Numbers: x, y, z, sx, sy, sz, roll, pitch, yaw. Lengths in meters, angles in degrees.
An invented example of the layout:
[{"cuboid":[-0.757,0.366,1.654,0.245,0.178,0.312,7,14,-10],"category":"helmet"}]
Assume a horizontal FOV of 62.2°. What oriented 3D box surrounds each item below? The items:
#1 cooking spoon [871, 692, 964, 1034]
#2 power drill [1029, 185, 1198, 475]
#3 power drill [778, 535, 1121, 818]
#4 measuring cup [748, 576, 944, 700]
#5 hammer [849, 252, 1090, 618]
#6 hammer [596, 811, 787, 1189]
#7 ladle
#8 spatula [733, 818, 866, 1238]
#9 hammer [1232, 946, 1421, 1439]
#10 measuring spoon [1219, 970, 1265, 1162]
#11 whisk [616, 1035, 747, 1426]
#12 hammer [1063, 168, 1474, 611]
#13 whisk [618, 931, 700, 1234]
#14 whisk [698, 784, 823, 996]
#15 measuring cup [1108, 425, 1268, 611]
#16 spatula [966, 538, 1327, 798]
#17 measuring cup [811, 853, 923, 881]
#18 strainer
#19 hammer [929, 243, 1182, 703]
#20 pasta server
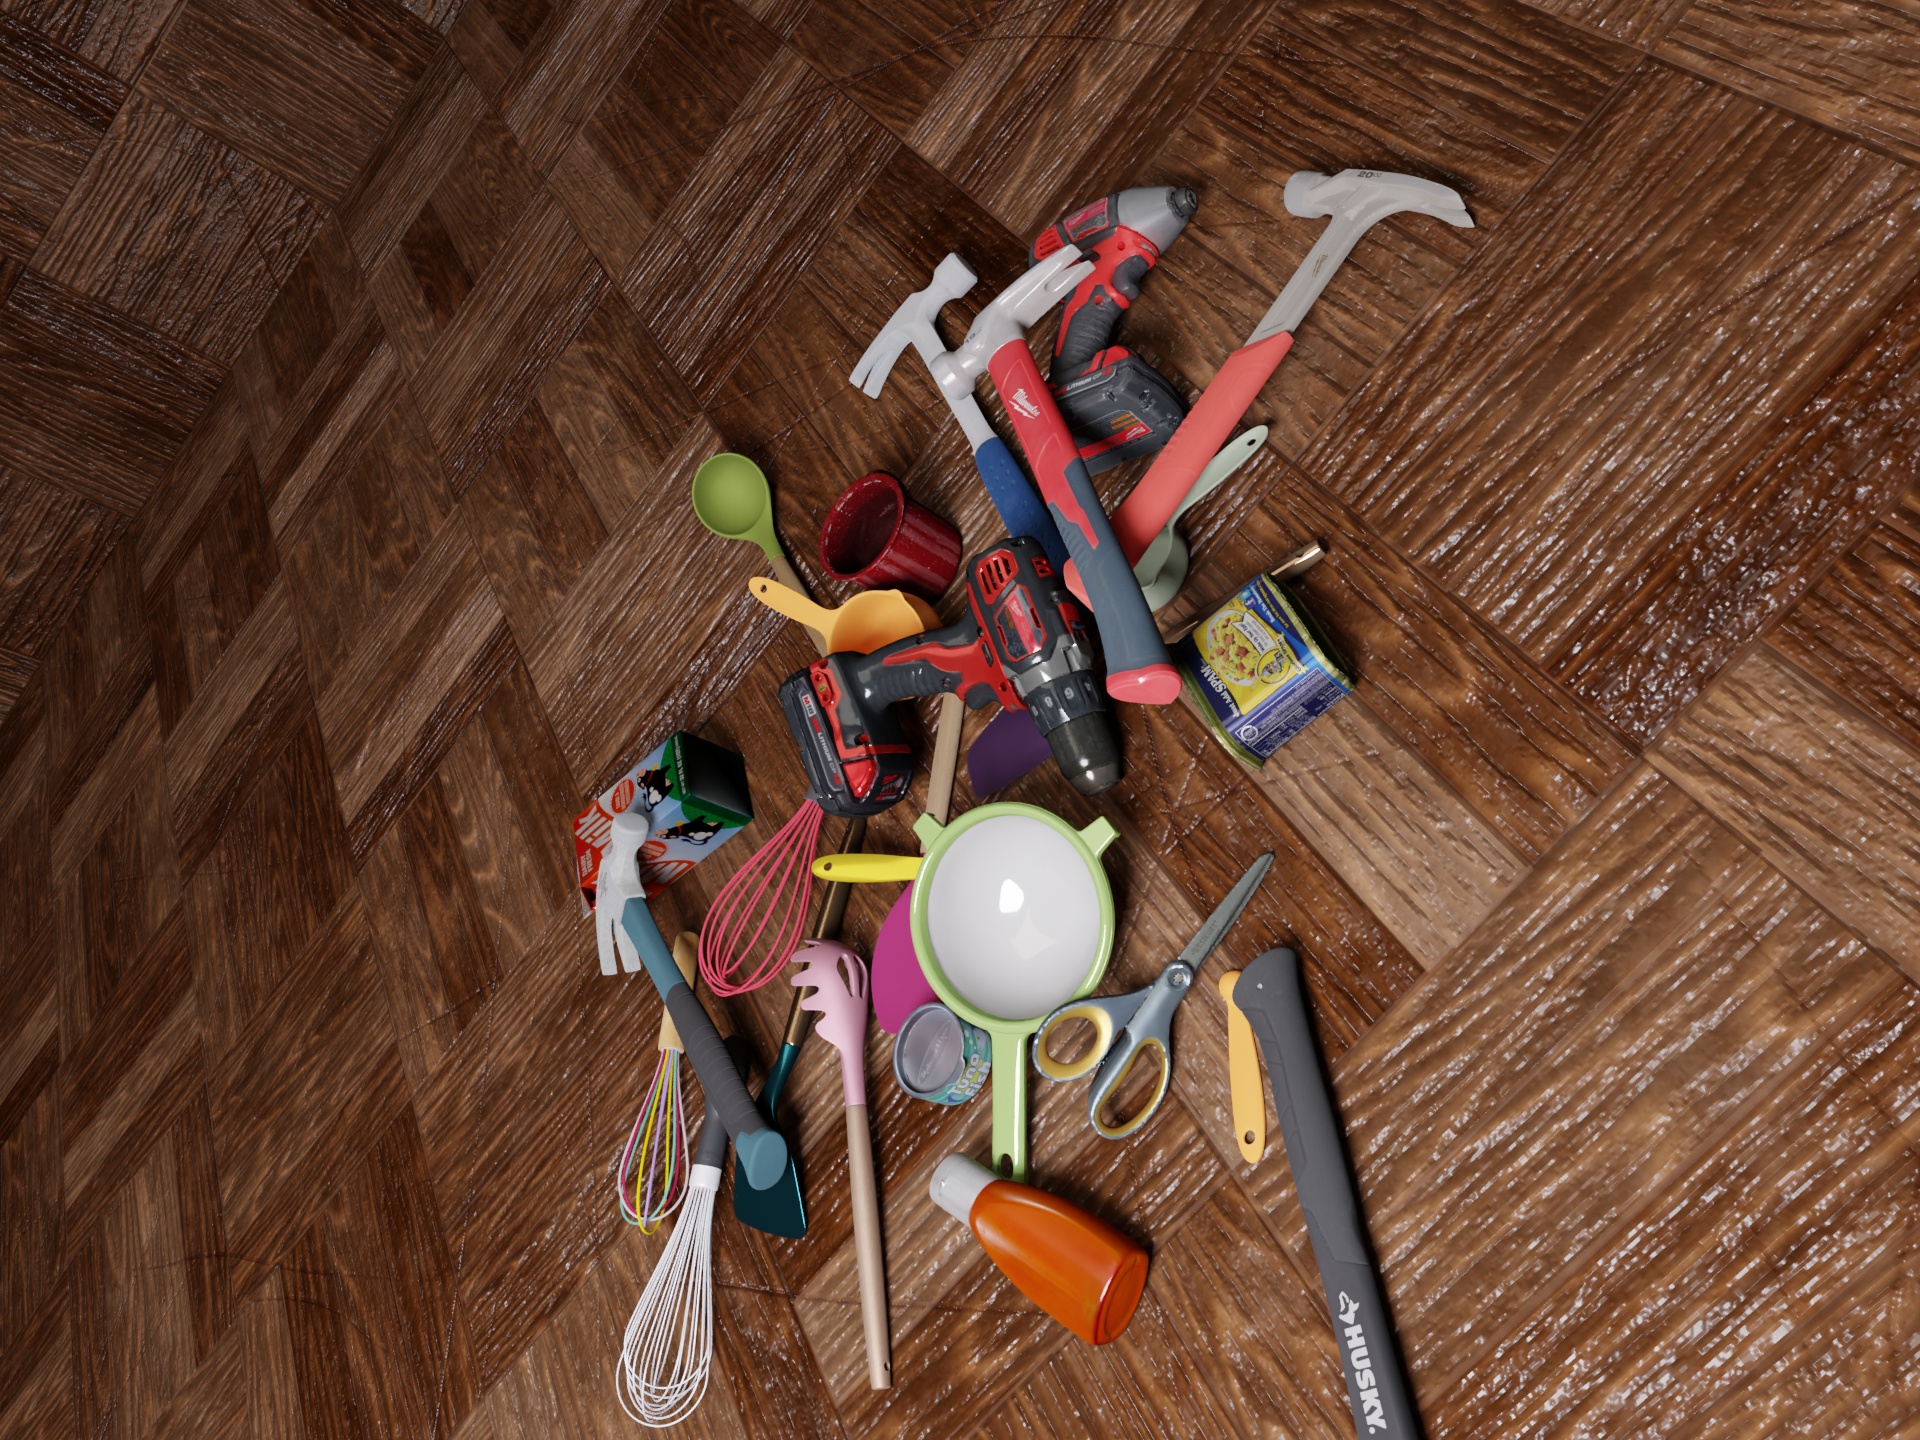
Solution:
[{"cuboid":[-0.018,0.076,1.190,0.069,0.017,0.319,-4,68,34],"category":"cooking spoon"},{"cuboid":[0.116,-0.307,1.208,0.143,0.078,0.220,-17,57,38],"category":"power drill"},{"cuboid":[-0.002,-0.004,1.136,0.226,0.080,0.188,-27,78,25],"category":"power drill"},{"cuboid":[-0.088,-0.075,1.254,0.174,0.052,0.095,28,105,24],"category":"measuring cup"},{"cuboid":[0.015,-0.222,1.290,0.144,0.035,0.406,-43,47,20],"category":"hammer"},{"cuboid":[-0.213,0.220,1.224,0.331,0.033,0.128,50,132,41],"category":"hammer"},{"cuboid":[-0.160,-0.128,1.400,0.078,0.062,0.321,-49,47,19],"category":"ladle"},{"cuboid":[-0.114,0.225,1.209,0.082,0.044,0.318,-3,64,44],"category":"spatula"},{"cuboid":[0.209,0.280,0.860,0.146,0.035,0.335,-31,51,31],"category":"hammer"},{"cuboid":[0.167,0.205,0.951,0.021,0.011,0.117,-23,56,35],"category":"measuring spoon"},{"cuboid":[-0.198,0.376,1.194,0.070,0.070,0.285,-12,58,40],"category":"whisk"},{"cuboid":[0.193,-0.224,1.086,0.359,0.036,0.149,-55,43,-3],"category":"hammer"},{"cuboid":[-0.237,0.289,1.284,0.051,0.047,0.245,-21,52,38],"category":"whisk"},{"cuboid":[-0.123,0.084,1.262,0.073,0.073,0.296,15,75,47],"category":"whisk"},{"cuboid":[0.158,-0.139,1.116,0.167,0.038,0.083,-42,44,9],"category":"measuring cup"},{"cuboid":[0.120,-0.038,1.111,0.316,0.018,0.060,-33,51,29],"category":"spatula"},{"cuboid":[-0.044,0.104,1.158,0.156,0.029,0.062,-2,68,22],"category":"measuring cup"},{"cuboid":[0.045,0.182,1.055,0.151,0.069,0.256,-1,87,31],"category":"strainer"},{"cuboid":[0.083,-0.169,1.076,0.143,0.038,0.387,-38,47,22],"category":"hammer"},{"cuboid":[-0.075,0.300,1.118,0.040,0.060,0.316,-29,58,39],"category":"pasta server"}]
